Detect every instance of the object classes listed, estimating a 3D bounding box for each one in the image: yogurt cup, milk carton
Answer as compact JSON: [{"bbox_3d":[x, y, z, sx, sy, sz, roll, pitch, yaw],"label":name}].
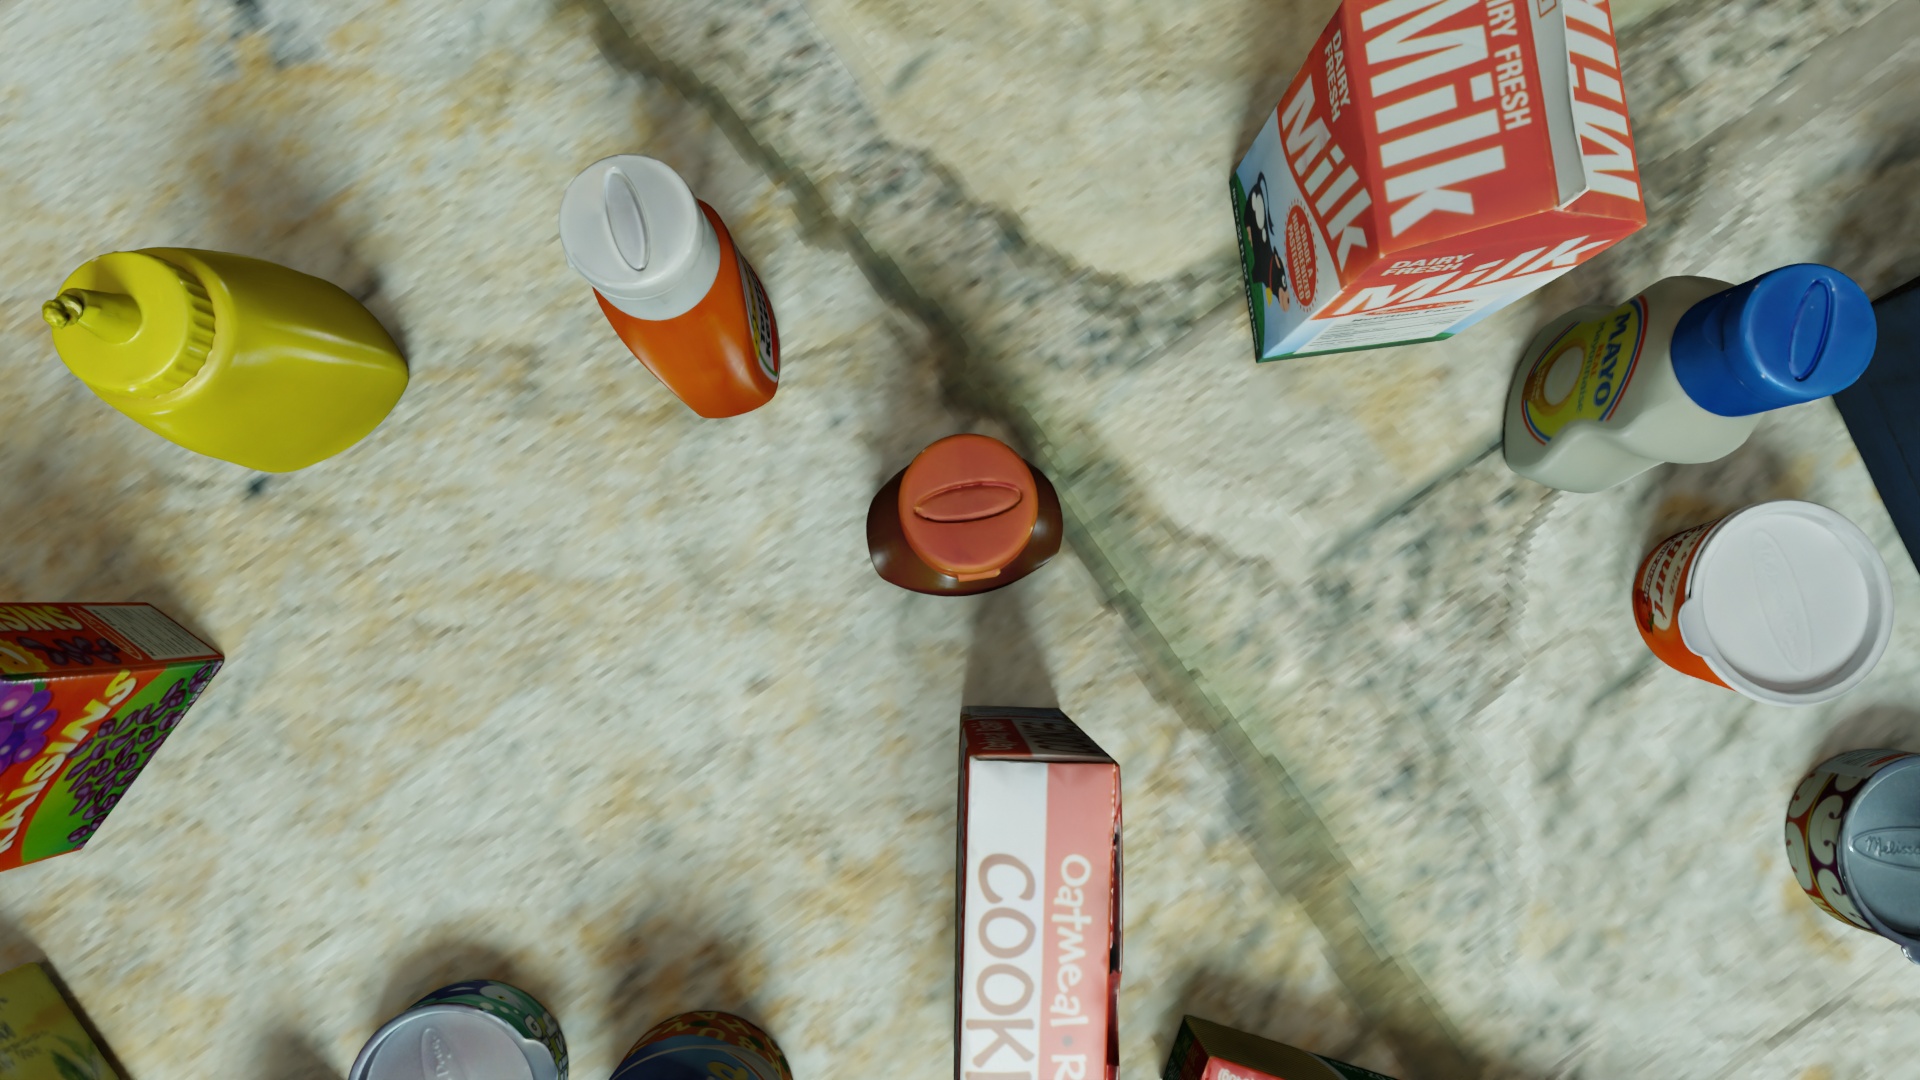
[{"bbox_3d":[0.270,0.021,0.475,0.072,0.054,0.072,0,87,-1],"label":"yogurt cup"},{"bbox_3d":[0.138,-0.108,0.413,0.073,0.190,0.072,-7,87,-1],"label":"milk carton"}]

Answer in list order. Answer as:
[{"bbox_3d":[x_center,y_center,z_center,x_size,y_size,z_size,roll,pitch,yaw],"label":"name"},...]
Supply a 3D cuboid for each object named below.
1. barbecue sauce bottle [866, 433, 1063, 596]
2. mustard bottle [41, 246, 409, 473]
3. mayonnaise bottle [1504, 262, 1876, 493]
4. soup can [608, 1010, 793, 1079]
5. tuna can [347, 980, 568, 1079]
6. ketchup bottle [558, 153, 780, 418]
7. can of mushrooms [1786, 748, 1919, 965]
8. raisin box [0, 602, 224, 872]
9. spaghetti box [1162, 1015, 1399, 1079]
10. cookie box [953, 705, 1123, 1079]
[{"bbox_3d":[0.002,-0.005,0.426,0.065,0.148,0.043,-8,87,-1],"label":"barbecue sauce bottle"},{"bbox_3d":[-0.225,-0.058,0.421,0.065,0.160,0.049,-42,88,-2],"label":"mustard bottle"},{"bbox_3d":[0.219,-0.052,0.432,0.041,0.148,0.065,16,87,0],"label":"mayonnaise bottle"},{"bbox_3d":[-0.086,0.194,0.445,0.071,0.083,0.071,0,87,-1],"label":"soup can"},{"bbox_3d":[-0.167,0.184,0.471,0.071,0.033,0.071,0,87,-1],"label":"tuna can"},{"bbox_3d":[-0.087,-0.078,0.430,0.043,0.148,0.064,-16,87,-1],"label":"ketchup bottle"},{"bbox_3d":[0.327,0.108,0.481,0.071,0.033,0.071,0,87,-1],"label":"can of mushrooms"},{"bbox_3d":[-0.299,0.063,0.431,0.040,0.123,0.086,37,87,1],"label":"raisin box"},{"bbox_3d":[0.192,0.215,0.464,0.250,0.050,0.028,17,87,0],"label":"spaghetti box"},{"bbox_3d":[0.019,0.116,0.410,0.040,0.167,0.123,1,87,0],"label":"cookie box"}]
